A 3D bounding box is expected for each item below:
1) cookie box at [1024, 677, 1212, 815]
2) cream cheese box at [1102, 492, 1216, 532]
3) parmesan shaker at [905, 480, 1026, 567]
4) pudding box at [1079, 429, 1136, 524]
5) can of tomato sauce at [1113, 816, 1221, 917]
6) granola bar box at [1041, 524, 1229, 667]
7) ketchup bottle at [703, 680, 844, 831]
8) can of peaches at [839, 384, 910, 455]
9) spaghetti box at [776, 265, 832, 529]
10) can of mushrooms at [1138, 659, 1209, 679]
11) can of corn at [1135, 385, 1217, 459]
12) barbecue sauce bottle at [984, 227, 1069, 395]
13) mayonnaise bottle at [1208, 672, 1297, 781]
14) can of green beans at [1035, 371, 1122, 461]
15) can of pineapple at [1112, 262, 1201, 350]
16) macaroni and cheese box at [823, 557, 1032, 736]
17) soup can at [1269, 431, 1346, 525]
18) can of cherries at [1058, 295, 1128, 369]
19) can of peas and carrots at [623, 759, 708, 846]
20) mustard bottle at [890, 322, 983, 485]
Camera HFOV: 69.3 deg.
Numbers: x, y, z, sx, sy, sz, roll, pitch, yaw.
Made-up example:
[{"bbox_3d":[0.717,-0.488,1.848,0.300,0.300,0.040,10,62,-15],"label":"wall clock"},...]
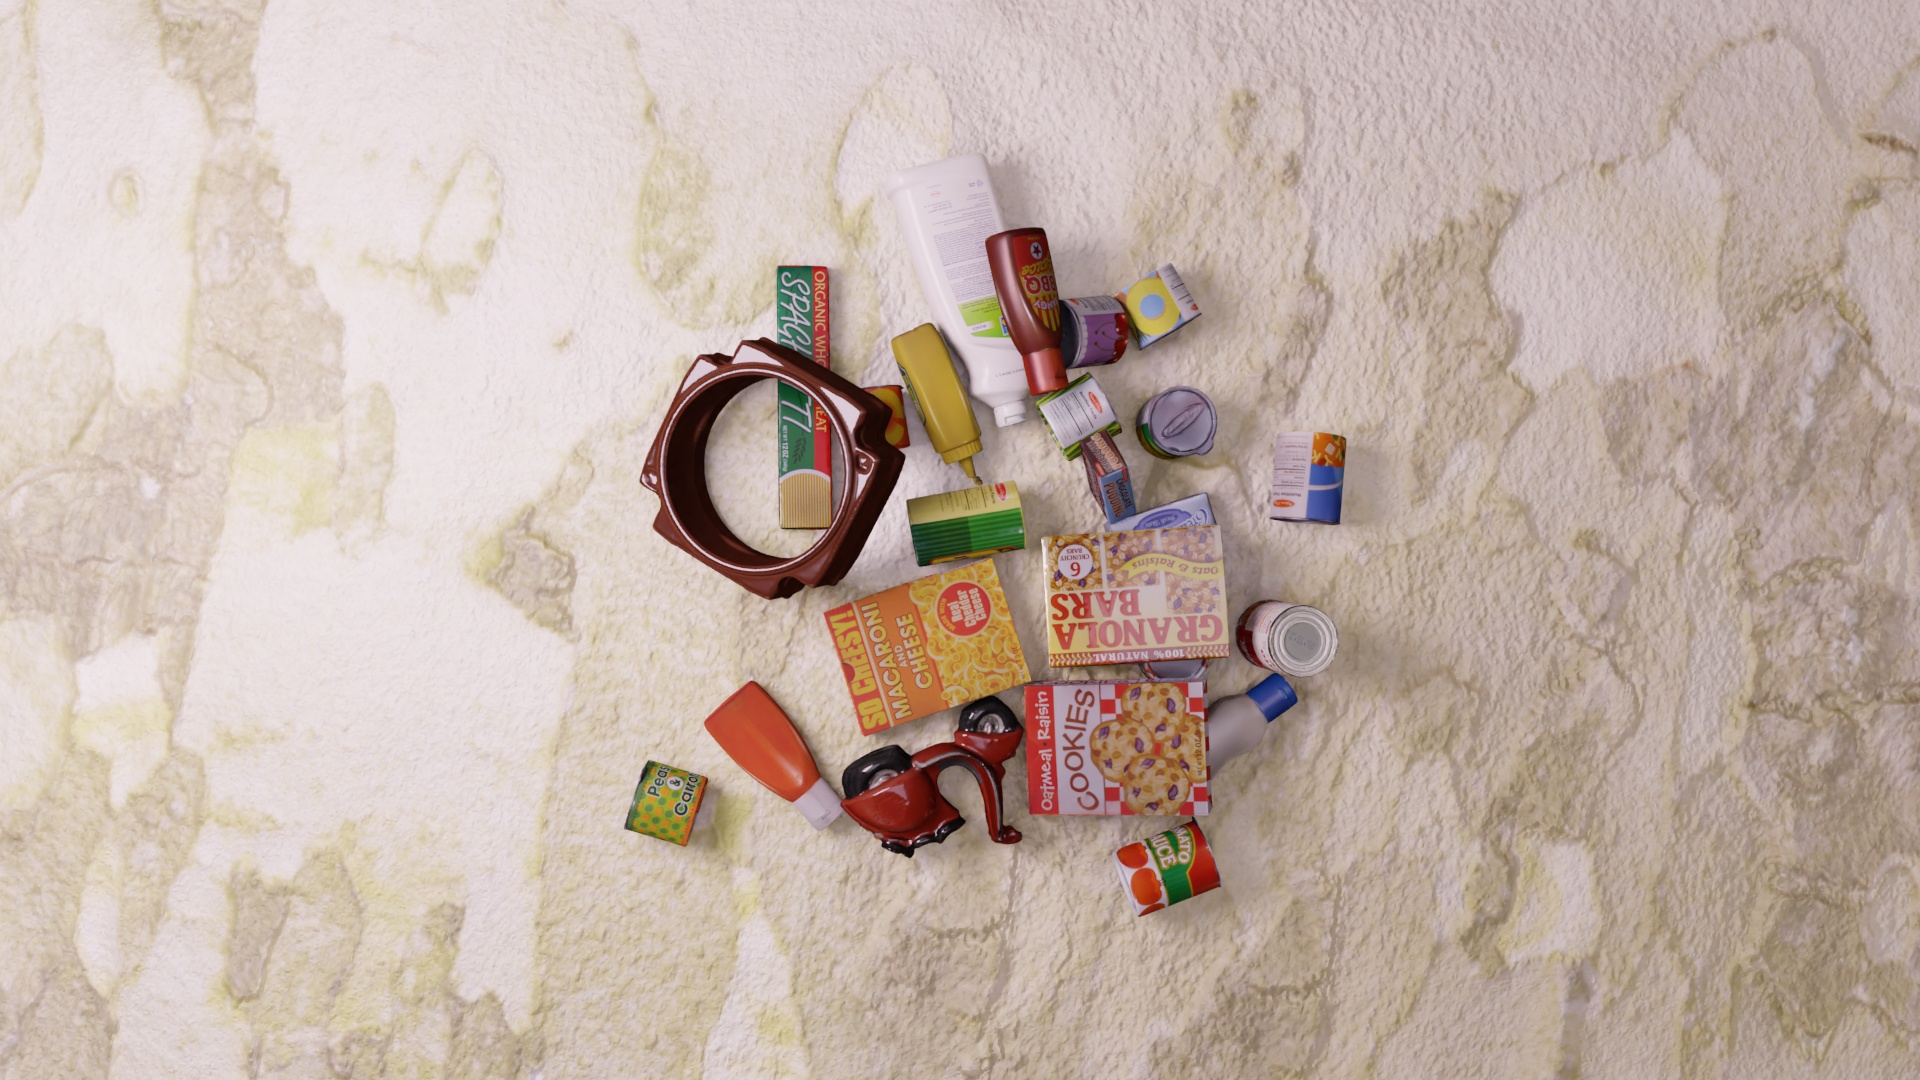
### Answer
[{"bbox_3d":[0.146,0.192,1.293,0.167,0.040,0.123,-3,89,15],"label":"cookie box"},{"bbox_3d":[0.194,-0.007,1.334,0.104,0.024,0.053,-17,91,-5],"label":"cream cheese box"},{"bbox_3d":[0.005,-0.016,1.298,0.103,0.071,0.071,-10,90,-3],"label":"parmesan shaker"},{"bbox_3d":[0.138,-0.058,1.294,0.030,0.083,0.050,-25,57,-2],"label":"pudding box"},{"bbox_3d":[0.193,0.307,1.307,0.083,0.071,0.071,-20,91,-4],"label":"can of tomato sauce"},{"bbox_3d":[0.163,0.052,1.293,0.165,0.039,0.124,-4,87,9],"label":"granola bar box"},{"bbox_3d":[-0.168,0.203,1.289,0.065,0.043,0.149,-41,93,-3],"label":"ketchup bottle"},{"bbox_3d":[-0.081,-0.111,1.291,0.071,0.071,0.058,-8,90,-5],"label":"can of peaches"},{"bbox_3d":[-0.147,-0.135,1.304,0.050,0.028,0.250,-1,89,-6],"label":"spaghetti box"},{"bbox_3d":[0.202,0.105,1.328,0.071,0.033,0.071,0,90,-4],"label":"can of mushrooms"},{"bbox_3d":[0.206,-0.109,1.319,0.071,0.058,0.071,0,89,-5],"label":"can of corn"},{"bbox_3d":[0.065,-0.207,1.263,0.065,0.043,0.148,-16,95,-46],"label":"barbecue sauce bottle"},{"bbox_3d":[0.253,0.183,1.328,0.148,0.041,0.065,-34,90,-6],"label":"mayonnaise bottle"},{"bbox_3d":[0.111,-0.116,1.305,0.058,0.071,0.071,-29,92,2],"label":"can of green beans"},{"bbox_3d":[0.184,-0.221,1.316,0.071,0.071,0.058,-31,91,-5],"label":"can of pineapple"},{"bbox_3d":[-0.032,0.098,1.304,0.167,0.040,0.123,-18,90,-5],"label":"macaroni and cheese box"},{"bbox_3d":[0.334,-0.059,1.328,0.071,0.071,0.083,6,88,-5],"label":"soup can"},{"bbox_3d":[0.115,-0.193,1.302,0.058,0.071,0.071,-11,90,-31],"label":"can of cherries"},{"bbox_3d":[-0.267,0.238,1.267,0.059,0.071,0.071,18,88,-5],"label":"can of peas and carrots"},{"bbox_3d":[-0.015,-0.123,1.299,0.049,0.065,0.160,-23,95,-3],"label":"mustard bottle"}]
